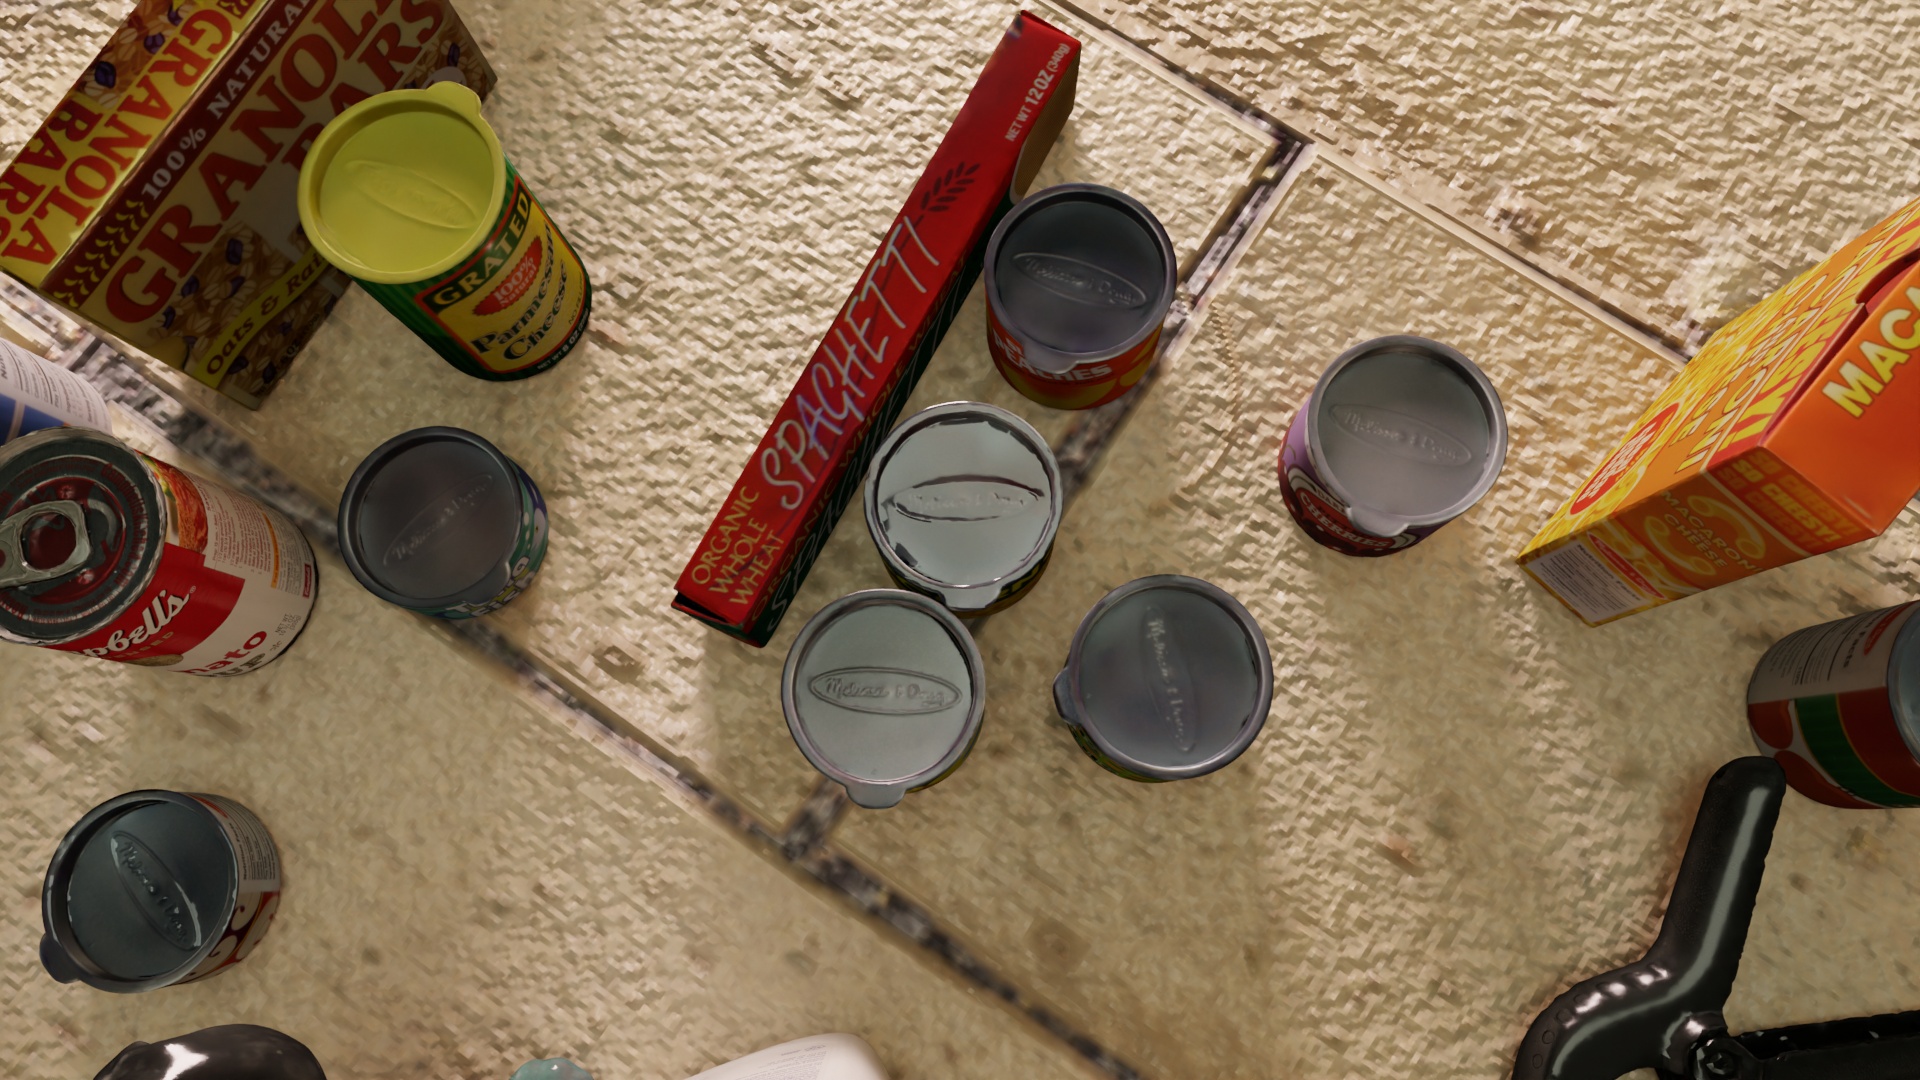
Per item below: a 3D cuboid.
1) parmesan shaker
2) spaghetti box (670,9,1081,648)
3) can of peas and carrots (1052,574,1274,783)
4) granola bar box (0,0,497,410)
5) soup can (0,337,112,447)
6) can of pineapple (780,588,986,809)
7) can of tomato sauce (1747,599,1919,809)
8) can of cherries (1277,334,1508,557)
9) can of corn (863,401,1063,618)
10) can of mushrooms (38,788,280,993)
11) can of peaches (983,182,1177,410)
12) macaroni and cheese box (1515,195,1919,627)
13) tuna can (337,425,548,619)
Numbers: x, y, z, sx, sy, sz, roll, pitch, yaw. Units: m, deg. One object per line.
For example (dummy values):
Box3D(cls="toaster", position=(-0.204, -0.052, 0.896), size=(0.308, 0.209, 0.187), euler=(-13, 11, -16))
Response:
Box3D(cls="parmesan shaker", position=(-0.173, -0.104, 0.487), size=(0.071, 0.103, 0.071), euler=(0, 78, 1))
Box3D(cls="spaghetti box", position=(-0.026, -0.076, 0.505), size=(0.029, 0.050, 0.250), euler=(28, 80, 7))
Box3D(cls="can of peas and carrots", position=(0.065, 0.049, 0.471), size=(0.071, 0.058, 0.071), euler=(0, 78, 1))
Box3D(cls="granola bar box", position=(-0.242, -0.137, 0.485), size=(0.039, 0.124, 0.166), euler=(30, 80, 7))
Box3D(cls="soup can", position=(-0.357, -0.041, 0.487), size=(0.071, 0.083, 0.071), euler=(0, 78, 1))
Box3D(cls="can of pineapple", position=(-0.025, 0.055, 0.472), size=(0.071, 0.057, 0.071), euler=(0, 78, 1))
Box3D(cls="can of tomato sauce", position=(0.311, 0.056, 0.451), size=(0.071, 0.083, 0.071), euler=(0, 78, 1))
Box3D(cls="can of cherries", position=(0.147, -0.029, 0.486), size=(0.071, 0.058, 0.071), euler=(0, 78, 1))
Box3D(cls="can of corn", position=(0.002, -0.006, 0.485), size=(0.071, 0.058, 0.071), euler=(0, 78, 1))
Box3D(cls="can of mushrooms", position=(-0.274, 0.121, 0.476), size=(0.071, 0.033, 0.071), euler=(0, 78, 1))
Box3D(cls="can of peaches", position=(0.041, -0.084, 0.501), size=(0.071, 0.058, 0.071), euler=(0, 78, 1))
Box3D(cls="macaroni and cheese box", position=(0.254, -0.040, 0.431), size=(0.040, 0.166, 0.124), euler=(42, 82, 9))
Box3D(cls="tuna can", position=(-0.184, -0.004, 0.501), size=(0.071, 0.032, 0.071), euler=(0, 78, 1))
